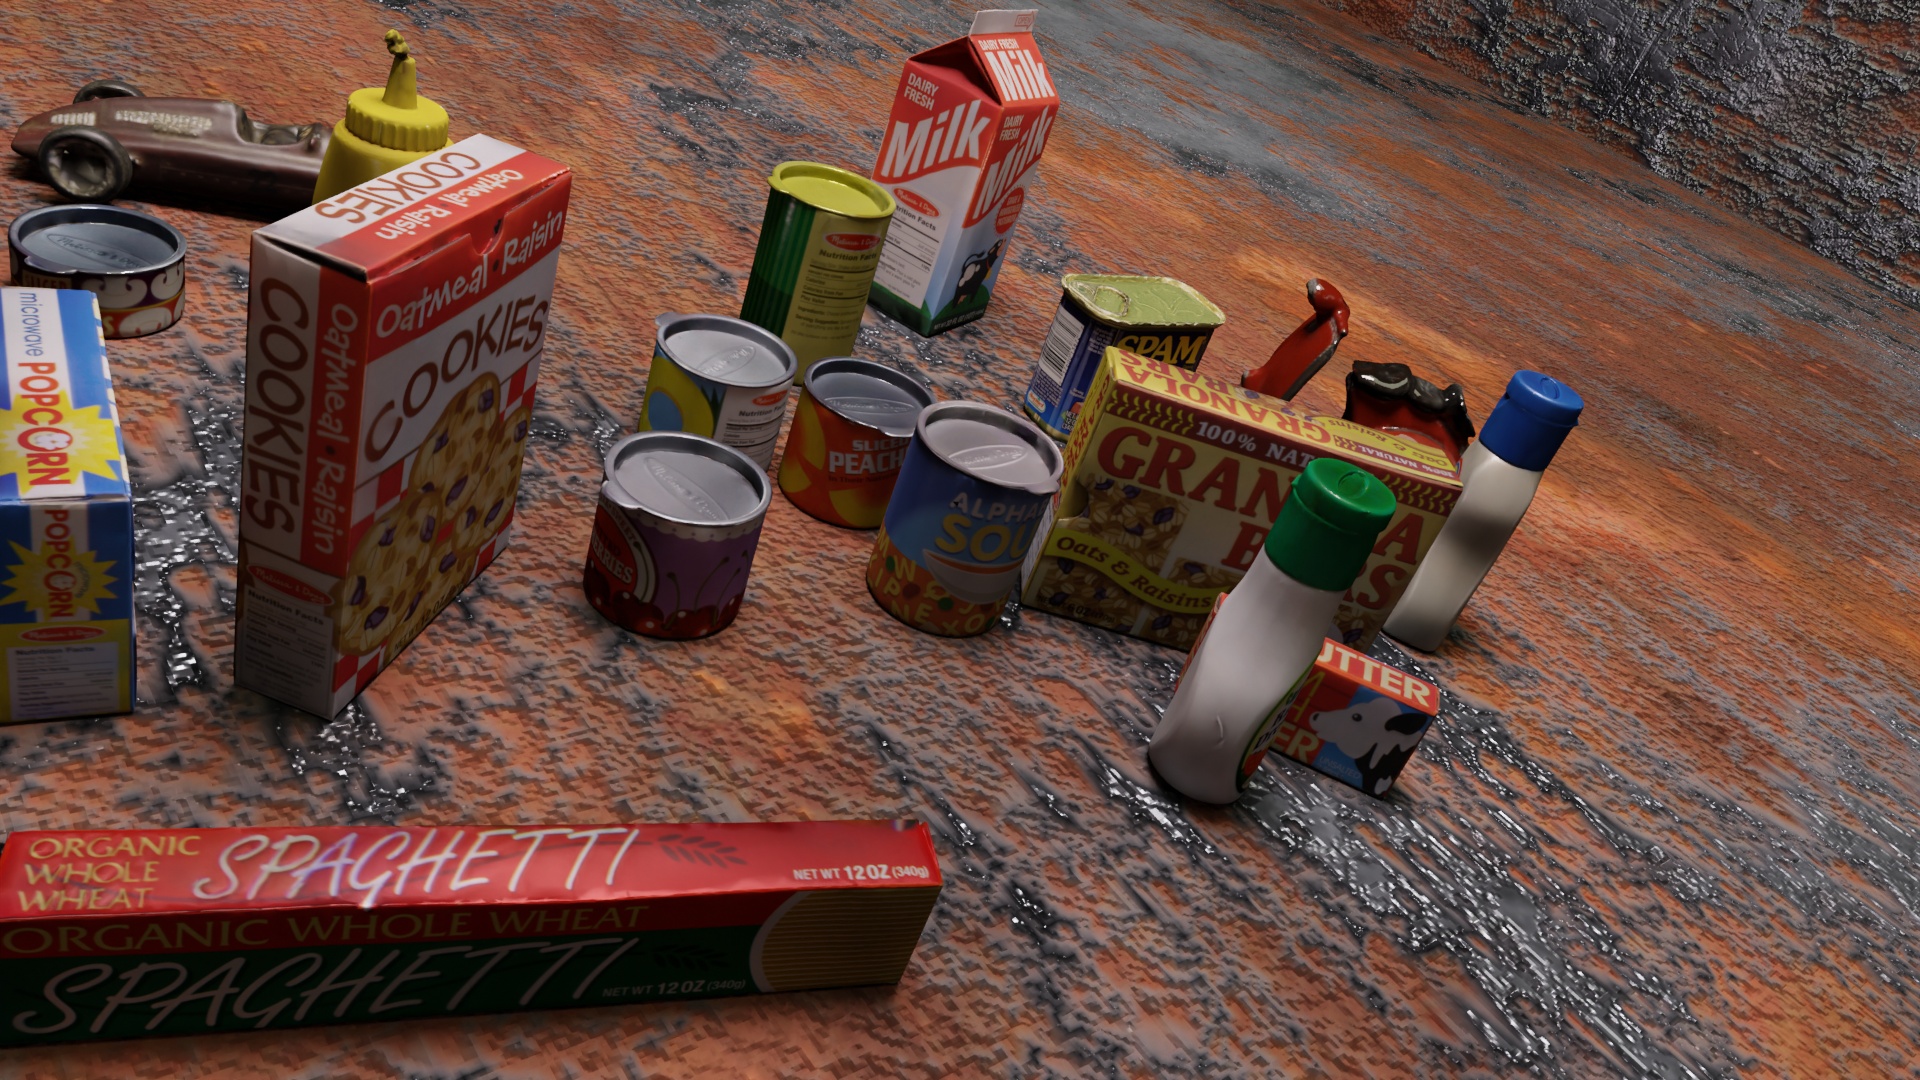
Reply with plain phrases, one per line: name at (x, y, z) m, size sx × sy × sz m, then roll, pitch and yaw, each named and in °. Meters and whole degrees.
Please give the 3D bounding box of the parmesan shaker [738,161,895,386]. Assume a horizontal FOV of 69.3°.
parmesan shaker at (-0.083, -0.143, 0.751) m, size 0.071 × 0.102 × 0.072 m, roll 15°, pitch 32°, yaw -9°

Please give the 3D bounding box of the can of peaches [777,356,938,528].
can of peaches at (-0.049, -0.046, 0.663) m, size 0.071 × 0.057 × 0.071 m, roll 15°, pitch 32°, yaw -9°

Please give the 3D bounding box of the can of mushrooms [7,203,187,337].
can of mushrooms at (-0.377, -0.117, 0.606) m, size 0.071 × 0.033 × 0.071 m, roll 15°, pitch 32°, yaw -9°

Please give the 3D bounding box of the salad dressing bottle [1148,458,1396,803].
salad dressing bottle at (0.122, 0.038, 0.548) m, size 0.044 × 0.146 × 0.064 m, roll 31°, pitch 32°, yaw 16°

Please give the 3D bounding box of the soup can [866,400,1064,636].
soup can at (0.002, -0.008, 0.610) m, size 0.071 × 0.083 × 0.072 m, roll 15°, pitch 32°, yaw -9°

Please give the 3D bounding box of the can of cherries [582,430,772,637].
can of cherries at (-0.116, -0.002, 0.557) m, size 0.071 × 0.058 × 0.072 m, roll 15°, pitch 32°, yaw -9°

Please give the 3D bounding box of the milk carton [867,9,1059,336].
milk carton at (-0.002, -0.229, 0.846) m, size 0.073 × 0.189 × 0.073 m, roll 33°, pitch 33°, yaw 19°

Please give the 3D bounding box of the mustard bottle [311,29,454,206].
mustard bottle at (-0.244, -0.139, 0.595) m, size 0.065 × 0.159 × 0.049 m, roll 30°, pitch 32°, yaw 14°

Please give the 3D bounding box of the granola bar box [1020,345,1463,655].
granola bar box at (0.124, -0.006, 0.639) m, size 0.166 × 0.123 × 0.039 m, roll 16°, pitch 31°, yaw -8°

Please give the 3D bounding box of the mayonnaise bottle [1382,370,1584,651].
mayonnaise bottle at (0.264, -0.016, 0.713) m, size 0.041 × 0.147 × 0.065 m, roll 25°, pitch 31°, yaw 7°

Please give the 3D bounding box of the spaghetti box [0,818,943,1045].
spaghetti box at (-0.127, 0.106, 0.391) m, size 0.250 × 0.050 × 0.029 m, roll 4°, pitch 35°, yaw -25°

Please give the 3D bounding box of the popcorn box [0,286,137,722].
popcorn box at (-0.294, -0.015, 0.448) m, size 0.038 × 0.084 × 0.127 m, roll -4°, pitch 39°, yaw -35°

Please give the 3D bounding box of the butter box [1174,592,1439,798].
butter box at (0.150, 0.068, 0.609) m, size 0.103 × 0.052 × 0.024 m, roll 25°, pitch 31°, yaw 6°

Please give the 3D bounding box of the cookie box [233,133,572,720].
cookie box at (-0.187, -0.041, 0.471) m, size 0.040 × 0.166 × 0.123 m, roll 22°, pitch 31°, yaw 1°

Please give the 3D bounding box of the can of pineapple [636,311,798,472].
can of pineapple at (-0.117, -0.068, 0.658) m, size 0.071 × 0.057 × 0.071 m, roll 15°, pitch 32°, yaw -9°
